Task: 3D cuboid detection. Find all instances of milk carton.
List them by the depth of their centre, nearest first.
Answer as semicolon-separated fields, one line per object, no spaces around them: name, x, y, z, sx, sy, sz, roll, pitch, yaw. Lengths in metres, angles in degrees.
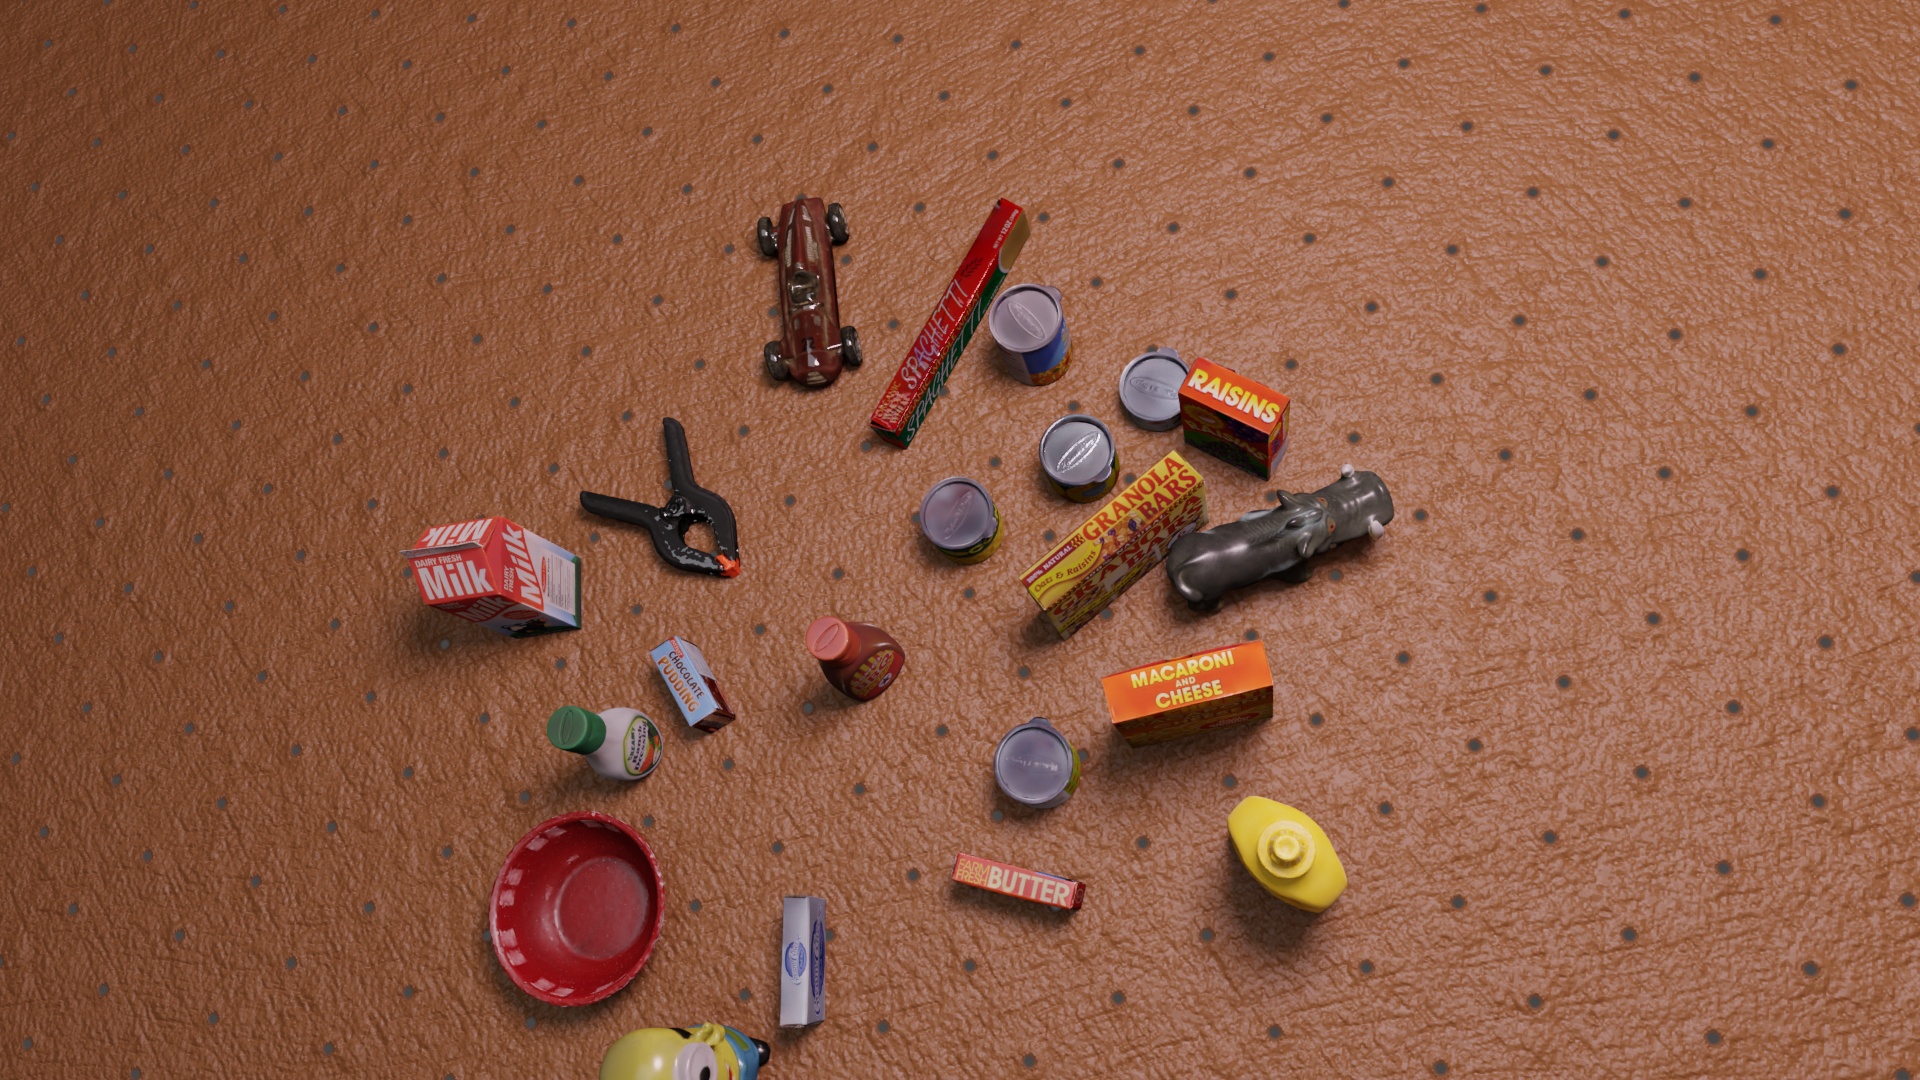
milk carton;-0.415;0.030;1.240;0.072;0.190;0.073;-8;73;10

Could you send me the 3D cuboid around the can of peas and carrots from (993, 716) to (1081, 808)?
can of peas and carrots;0.065;0.186;1.161;0.071;0.058;0.071;-3;74;11

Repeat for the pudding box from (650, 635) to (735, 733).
pudding box;-0.240;0.129;1.248;0.030;0.049;0.084;-34;70;1

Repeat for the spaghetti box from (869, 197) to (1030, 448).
spaghetti box;-0.008;-0.201;1.295;0.029;0.050;0.250;27;81;18

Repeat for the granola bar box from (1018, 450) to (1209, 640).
granola bar box;0.131;0.006;1.165;0.165;0.124;0.039;-40;70;-1

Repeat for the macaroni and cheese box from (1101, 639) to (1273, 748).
macaroni and cheese box;0.182;0.124;1.098;0.124;0.166;0.040;-15;72;8

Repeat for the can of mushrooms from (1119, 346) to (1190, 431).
can of mushrooms;0.178;-0.135;1.244;0.071;0.033;0.071;-3;74;11

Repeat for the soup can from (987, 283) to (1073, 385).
soup can;0.067;-0.186;1.256;0.071;0.083;0.071;-3;74;11

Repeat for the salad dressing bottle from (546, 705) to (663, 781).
salad dressing bottle;-0.306;0.172;1.198;0.044;0.147;0.064;4;75;13

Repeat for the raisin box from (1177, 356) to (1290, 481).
raisin box;0.233;-0.102;1.175;0.086;0.123;0.040;29;82;18

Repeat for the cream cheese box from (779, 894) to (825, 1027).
cream cheese box;-0.131;0.350;1.159;0.024;0.053;0.104;-4;73;11

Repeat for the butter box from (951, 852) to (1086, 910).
butter box;0.048;0.280;1.141;0.103;0.053;0.024;11;77;15

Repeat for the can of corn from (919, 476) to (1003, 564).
can of corn;0.004;-0.015;1.234;0.071;0.058;0.071;-3;74;11

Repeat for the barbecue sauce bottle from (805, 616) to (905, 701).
barbecue sauce bottle;-0.092;0.096;1.174;0.044;0.148;0.065;41;86;19

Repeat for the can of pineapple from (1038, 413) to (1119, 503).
can of pineapple;0.107;-0.070;1.228;0.071;0.057;0.071;-3;74;11
